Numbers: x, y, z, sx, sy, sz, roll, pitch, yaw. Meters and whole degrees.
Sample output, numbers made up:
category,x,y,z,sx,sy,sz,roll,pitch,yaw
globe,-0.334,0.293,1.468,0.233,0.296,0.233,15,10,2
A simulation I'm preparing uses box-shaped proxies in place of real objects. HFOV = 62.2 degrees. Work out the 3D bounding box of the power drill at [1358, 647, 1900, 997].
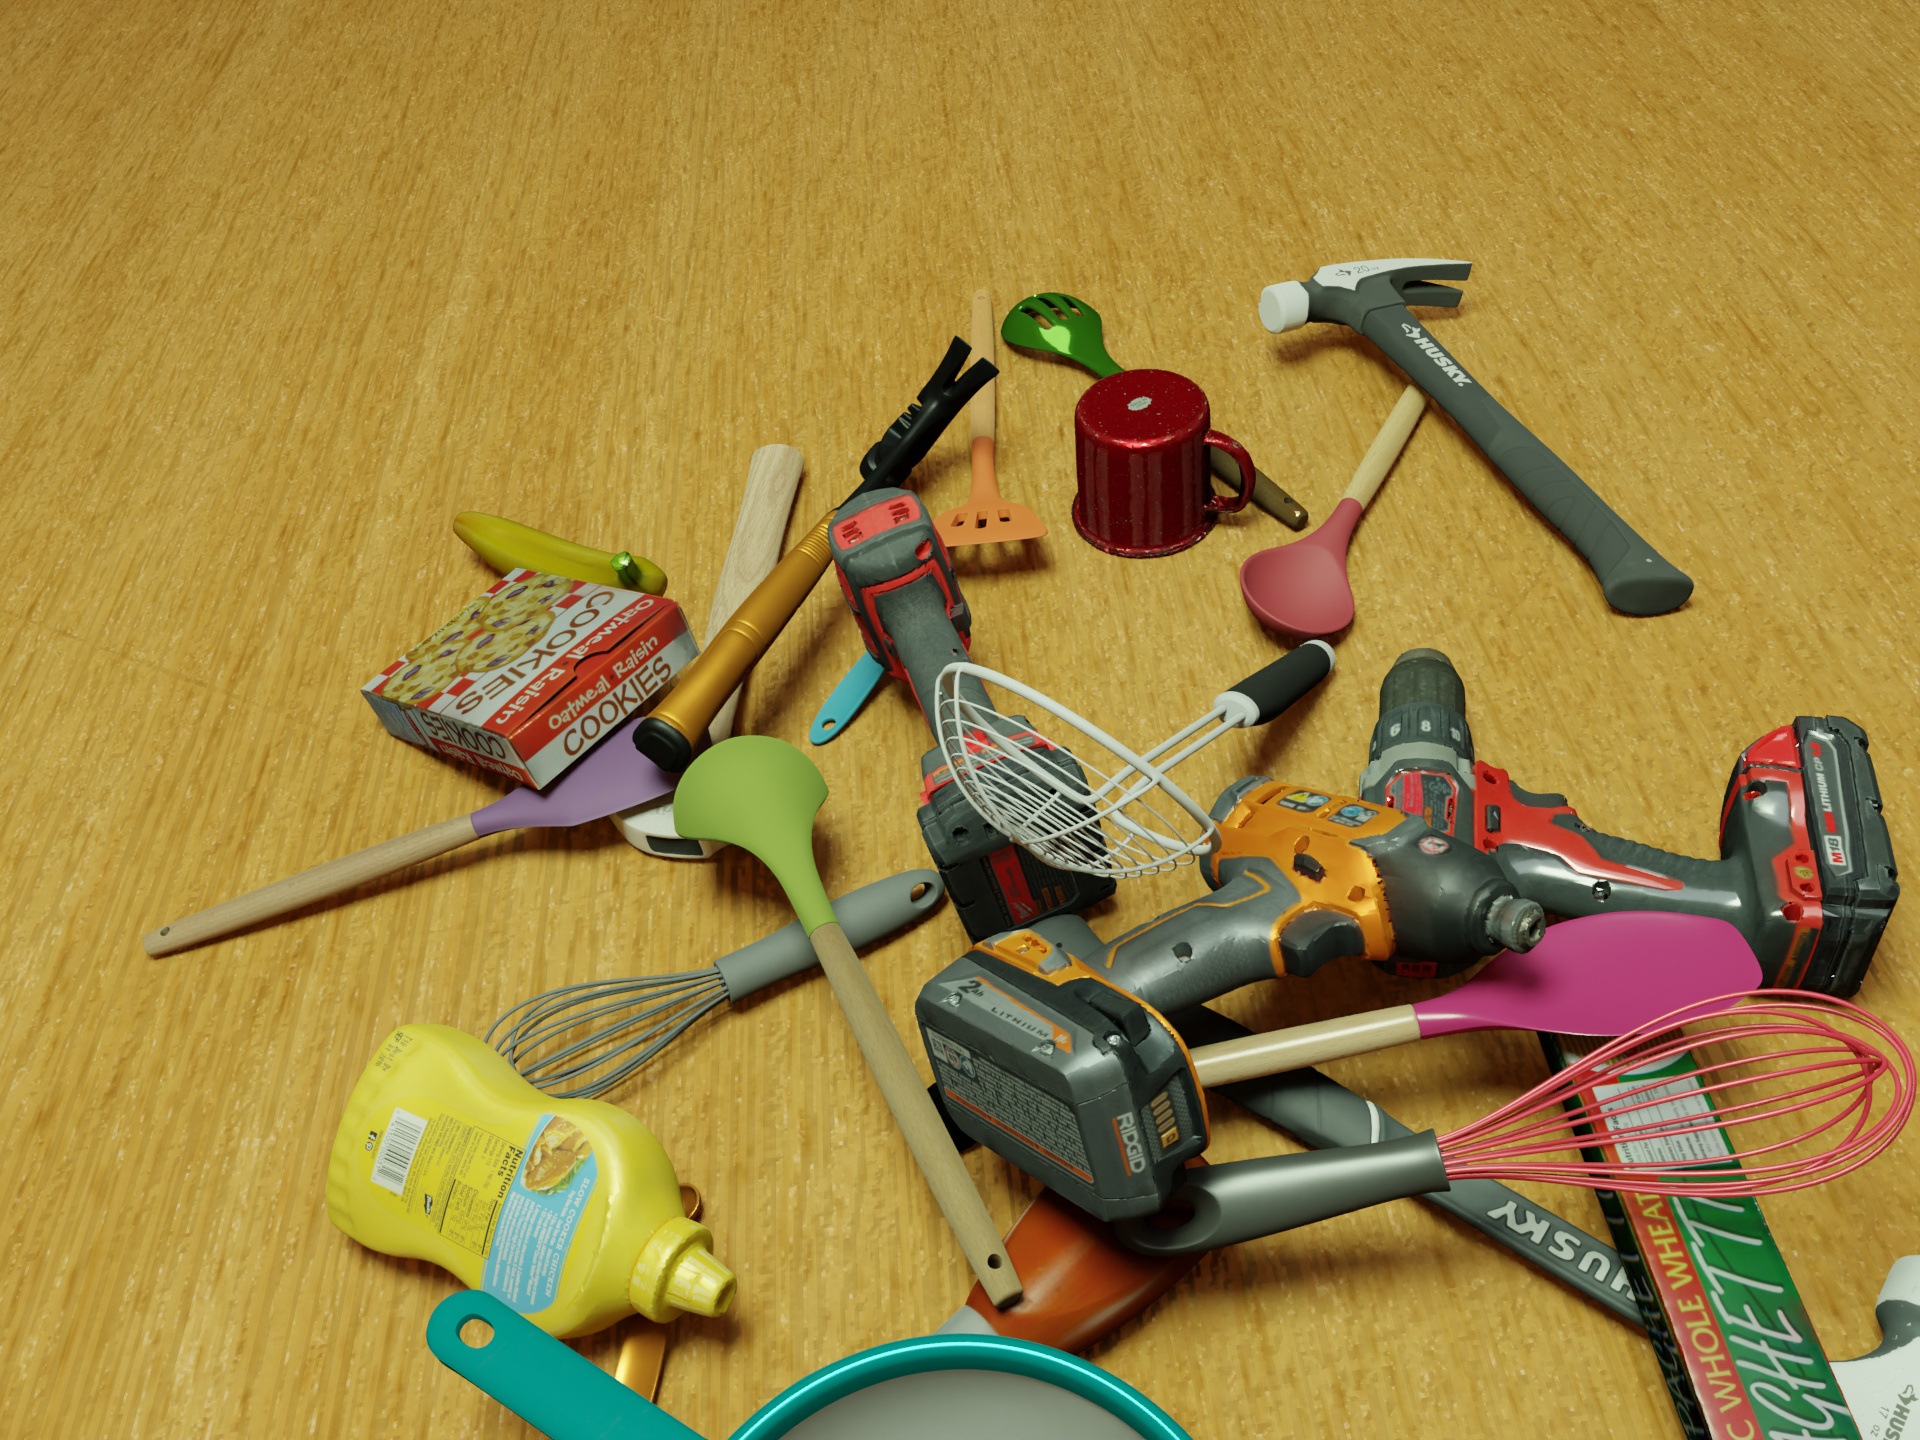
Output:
category,x,y,z,sx,sy,sz,roll,pitch,yaw
power drill,0.304,0.042,0.762,0.227,0.080,0.188,2,47,15

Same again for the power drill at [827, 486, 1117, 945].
category,x,y,z,sx,sy,sz,roll,pitch,yaw
power drill,-0.001,-0.003,0.811,0.078,0.143,0.220,-23,53,-2

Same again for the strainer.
category,x,y,z,sx,sy,sz,roll,pitch,yaw
strainer,-0.053,0.304,0.554,0.340,0.095,0.211,20,50,27

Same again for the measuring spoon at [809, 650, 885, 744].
category,x,y,z,sx,sy,sz,roll,pitch,yaw
measuring spoon,-0.046,-0.030,0.925,0.042,0.021,0.129,21,62,32

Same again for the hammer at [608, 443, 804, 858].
category,x,y,z,sx,sy,sz,roll,pitch,yaw
hammer,-0.137,-0.054,0.947,0.130,0.031,0.332,-1,46,7

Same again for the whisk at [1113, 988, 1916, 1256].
category,x,y,z,sx,sy,sz,roll,pitch,yaw
whisk,0.200,0.160,0.598,0.296,0.073,0.073,-16,45,12

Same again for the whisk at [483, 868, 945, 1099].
category,x,y,z,sx,sy,sz,roll,pitch,yaw
whisk,-0.114,0.123,0.767,0.239,0.055,0.055,-22,48,-18

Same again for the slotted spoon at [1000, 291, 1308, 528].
category,x,y,z,sx,sy,sz,roll,pitch,yaw
slotted spoon,0.126,-0.215,1.063,0.070,0.031,0.314,-26,50,-19

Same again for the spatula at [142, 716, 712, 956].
category,x,y,z,sx,sy,sz,roll,pitch,yaw
spatula,-0.281,0.063,0.843,0.316,0.018,0.060,-21,50,-1

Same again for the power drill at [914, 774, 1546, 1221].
category,x,y,z,sx,sy,sz,roll,pitch,yaw
power drill,0.114,0.101,0.645,0.226,0.084,0.164,-28,24,-29

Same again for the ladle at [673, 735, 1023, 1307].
category,x,y,z,sx,sy,sz,roll,pitch,yaw
ladle,-0.051,0.123,0.716,0.078,0.062,0.320,-17,51,-20

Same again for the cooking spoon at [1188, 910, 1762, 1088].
category,x,y,z,sx,sy,sz,roll,pitch,yaw
cooking spoon,0.165,0.132,0.665,0.319,0.017,0.069,-14,33,10

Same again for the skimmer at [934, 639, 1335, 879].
category,x,y,z,sx,sy,sz,roll,pitch,yaw
skimmer,0.113,-0.014,0.725,0.127,0.090,0.363,29,28,22

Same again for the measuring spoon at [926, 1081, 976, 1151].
category,x,y,z,sx,sy,sz,roll,pitch,yaw
measuring spoon,0.036,0.165,0.702,0.124,0.018,0.034,-14,55,15

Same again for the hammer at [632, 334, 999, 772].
category,x,y,z,sx,sy,sz,roll,pitch,yaw
hammer,-0.081,-0.094,0.896,0.034,0.127,0.337,39,48,-8

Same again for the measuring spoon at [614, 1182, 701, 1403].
category,x,y,z,sx,sy,sz,roll,pitch,yaw
measuring spoon,-0.128,0.253,0.672,0.021,0.011,0.117,-8,48,20

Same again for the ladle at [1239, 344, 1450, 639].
category,x,y,z,sx,sy,sz,roll,pitch,yaw
ladle,0.249,-0.148,0.980,0.069,0.031,0.315,30,53,9

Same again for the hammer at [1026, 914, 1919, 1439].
category,x,y,z,sx,sy,sz,roll,pitch,yaw
hammer,0.187,0.189,0.667,0.409,0.036,0.149,26,57,30

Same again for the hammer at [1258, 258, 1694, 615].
category,x,y,z,sx,sy,sz,roll,pitch,yaw
hammer,0.330,-0.184,0.980,0.146,0.035,0.335,-16,51,-18

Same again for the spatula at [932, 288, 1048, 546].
category,x,y,z,sx,sy,sz,roll,pitch,yaw
spatula,0.014,-0.206,1.060,0.081,0.041,0.323,-5,45,5
